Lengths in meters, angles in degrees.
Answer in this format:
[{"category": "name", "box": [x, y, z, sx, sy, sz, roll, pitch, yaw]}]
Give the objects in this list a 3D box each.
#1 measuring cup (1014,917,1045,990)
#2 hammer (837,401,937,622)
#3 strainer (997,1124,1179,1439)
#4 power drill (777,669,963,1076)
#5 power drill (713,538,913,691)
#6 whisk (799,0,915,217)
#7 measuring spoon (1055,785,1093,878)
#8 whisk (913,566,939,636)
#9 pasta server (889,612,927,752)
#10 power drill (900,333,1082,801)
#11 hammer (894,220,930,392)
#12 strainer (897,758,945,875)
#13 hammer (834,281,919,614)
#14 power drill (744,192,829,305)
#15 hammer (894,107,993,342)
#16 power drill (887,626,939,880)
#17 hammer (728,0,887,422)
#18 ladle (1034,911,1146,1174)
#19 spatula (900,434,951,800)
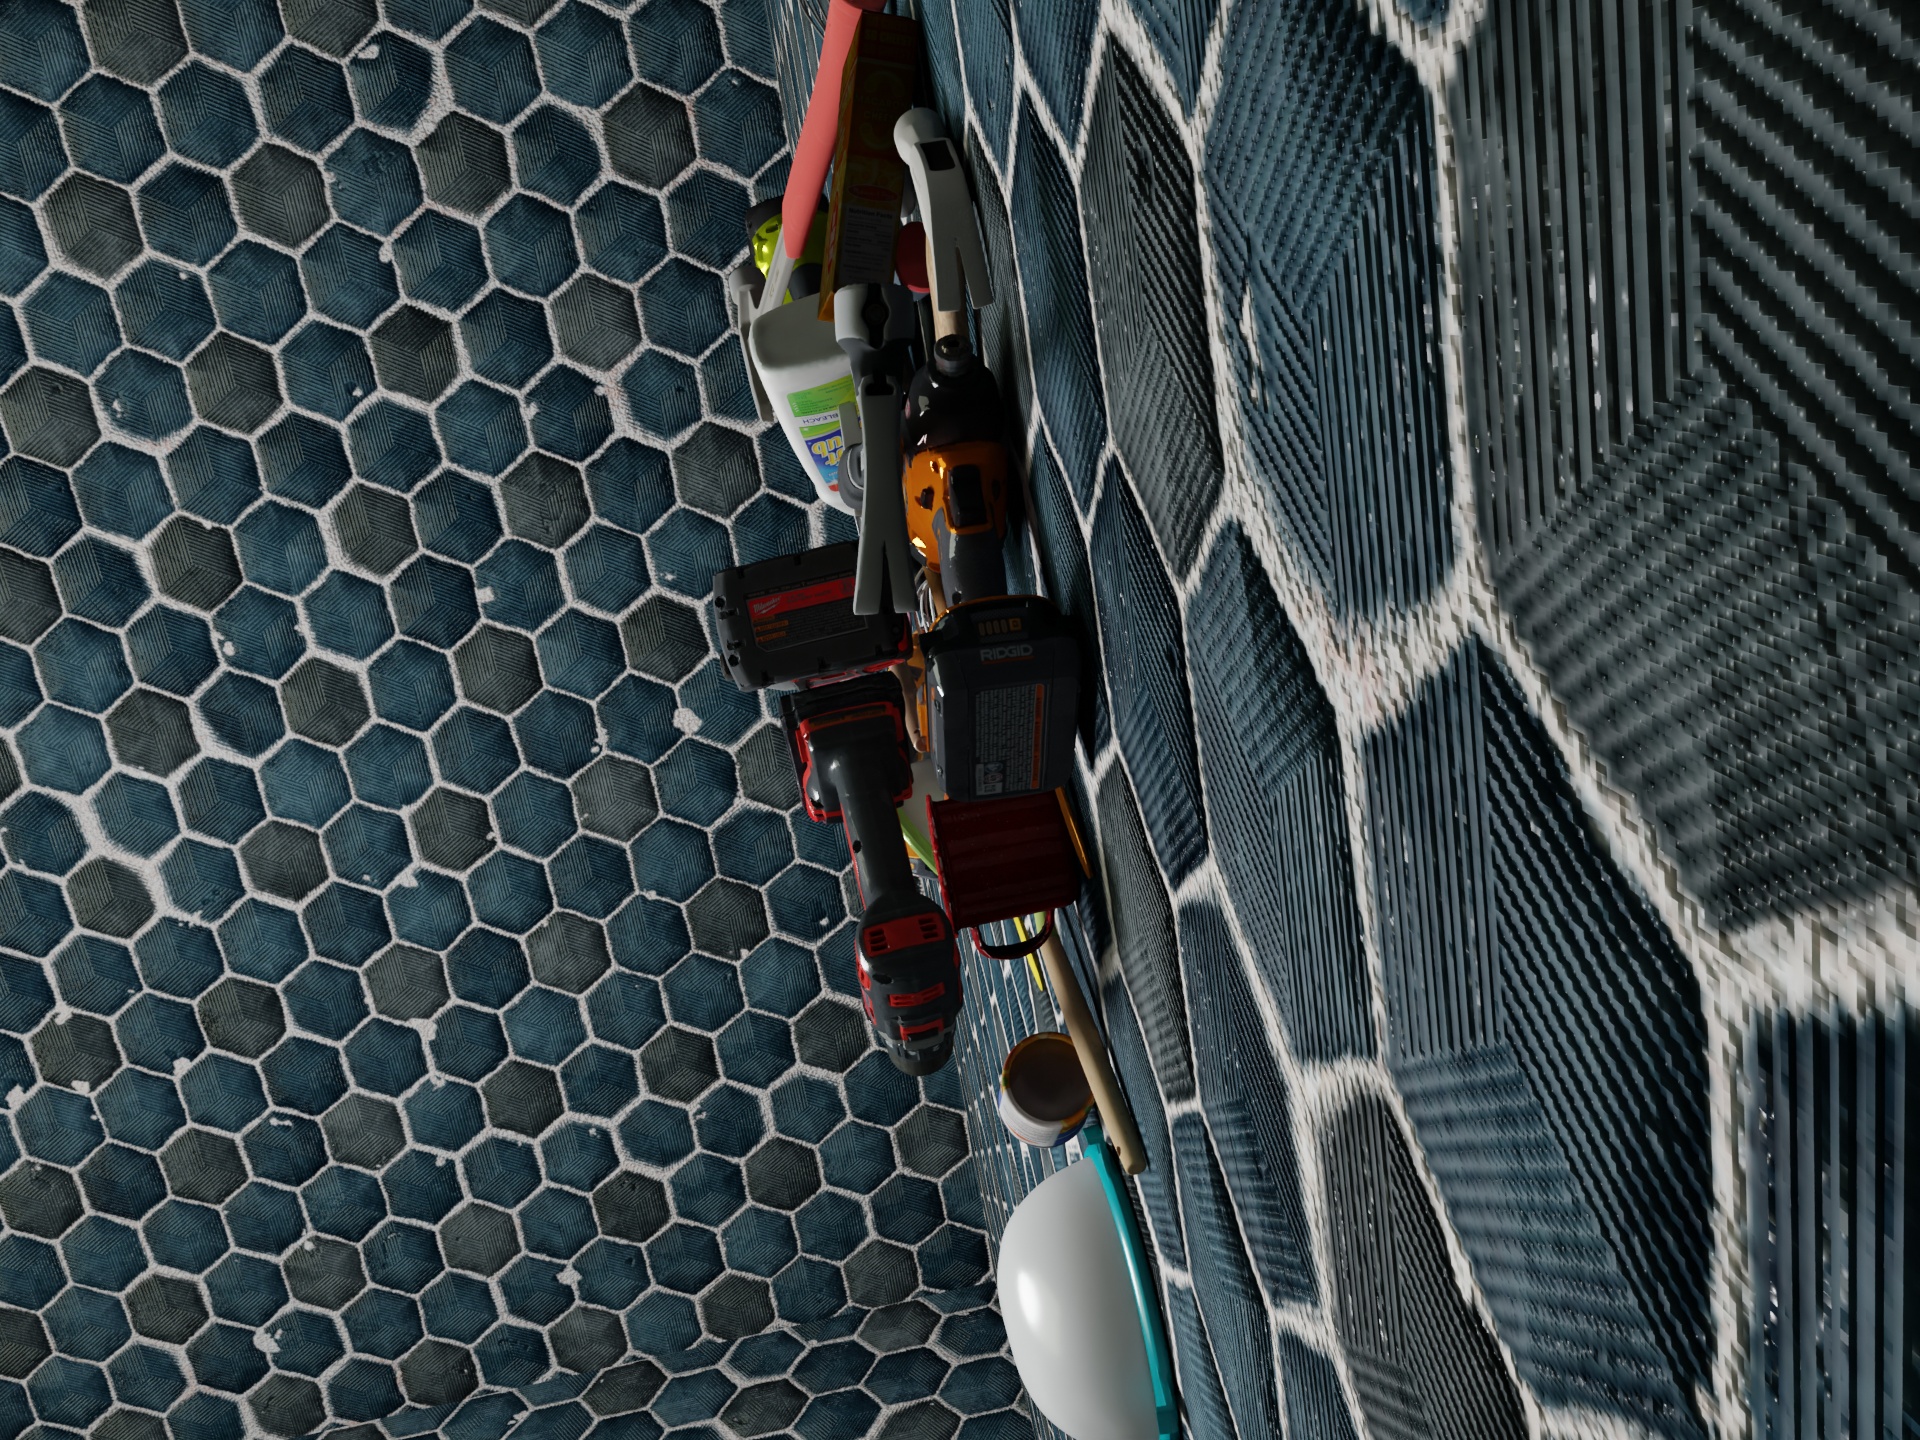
[{"category": "measuring cup", "box": [0.051, 0.133, 1.183, 0.062, 0.029, 0.157, 85, 170, -49]}, {"category": "hammer", "box": [-0.046, -0.146, 1.311, 0.334, 0.035, 0.146, 53, -153, -77]}, {"category": "strainer", "box": [0.077, 0.437, 1.142, 0.340, 0.095, 0.211, 89, 169, -58]}, {"category": "power drill", "box": [-0.048, 0.104, 1.006, 0.187, 0.080, 0.227, 86, 169, -57]}, {"category": "power drill", "box": [-0.105, -0.060, 1.095, 0.219, 0.143, 0.078, 119, 138, -86]}, {"category": "whisk", "box": [-0.074, -0.468, 1.154, 0.055, 0.055, 0.239, 97, 157, -75]}, {"category": "measuring spoon", "box": [0.062, 0.040, 0.940, 0.021, 0.011, 0.117, 87, 167, -63]}, {"category": "whisk", "box": [-0.002, -0.004, 1.204, 0.059, 0.057, 0.246, 6, 103, 61]}, {"category": "pasta server", "box": [-0.051, -0.040, 1.309, 0.040, 0.060, 0.316, 59, -177, -21]}, {"category": "power drill", "box": [0.008, -0.089, 0.866, 0.164, 0.084, 0.227, 89, 173, -54]}, {"category": "hammer", "box": [-0.043, -0.314, 1.198, 0.386, 0.038, 0.143, -119, 18, -75]}, {"category": "strainer", "box": [0.010, 0.078, 1.347, 0.151, 0.069, 0.256, 47, -171, 5]}, {"category": "hammer", "box": [-0.053, -0.141, 0.910, 0.409, 0.036, 0.149, -131, 38, -82]}, {"category": "power drill", "box": [-0.120, -0.331, 1.400, 0.190, 0.080, 0.229, 85, 168, -60]}, {"category": "hammer", "box": [0.000, -0.196, 0.992, 0.130, 0.031, 0.331, -105, 6, -45]}, {"category": "power drill", "box": [-0.046, 0.052, 1.457, 0.226, 0.084, 0.185, 85, -156, -46]}, {"category": "hammer", "box": [-0.115, -0.384, 1.182, 0.359, 0.036, 0.149, 123, 136, -57]}, {"category": "ladle", "box": [0.054, 0.167, 1.045, 0.321, 0.062, 0.078, -111, 22, -50]}, {"category": "spatula", "box": [-0.023, -0.095, 1.120, 0.081, 0.041, 0.322, -41, -62, -59]}]
